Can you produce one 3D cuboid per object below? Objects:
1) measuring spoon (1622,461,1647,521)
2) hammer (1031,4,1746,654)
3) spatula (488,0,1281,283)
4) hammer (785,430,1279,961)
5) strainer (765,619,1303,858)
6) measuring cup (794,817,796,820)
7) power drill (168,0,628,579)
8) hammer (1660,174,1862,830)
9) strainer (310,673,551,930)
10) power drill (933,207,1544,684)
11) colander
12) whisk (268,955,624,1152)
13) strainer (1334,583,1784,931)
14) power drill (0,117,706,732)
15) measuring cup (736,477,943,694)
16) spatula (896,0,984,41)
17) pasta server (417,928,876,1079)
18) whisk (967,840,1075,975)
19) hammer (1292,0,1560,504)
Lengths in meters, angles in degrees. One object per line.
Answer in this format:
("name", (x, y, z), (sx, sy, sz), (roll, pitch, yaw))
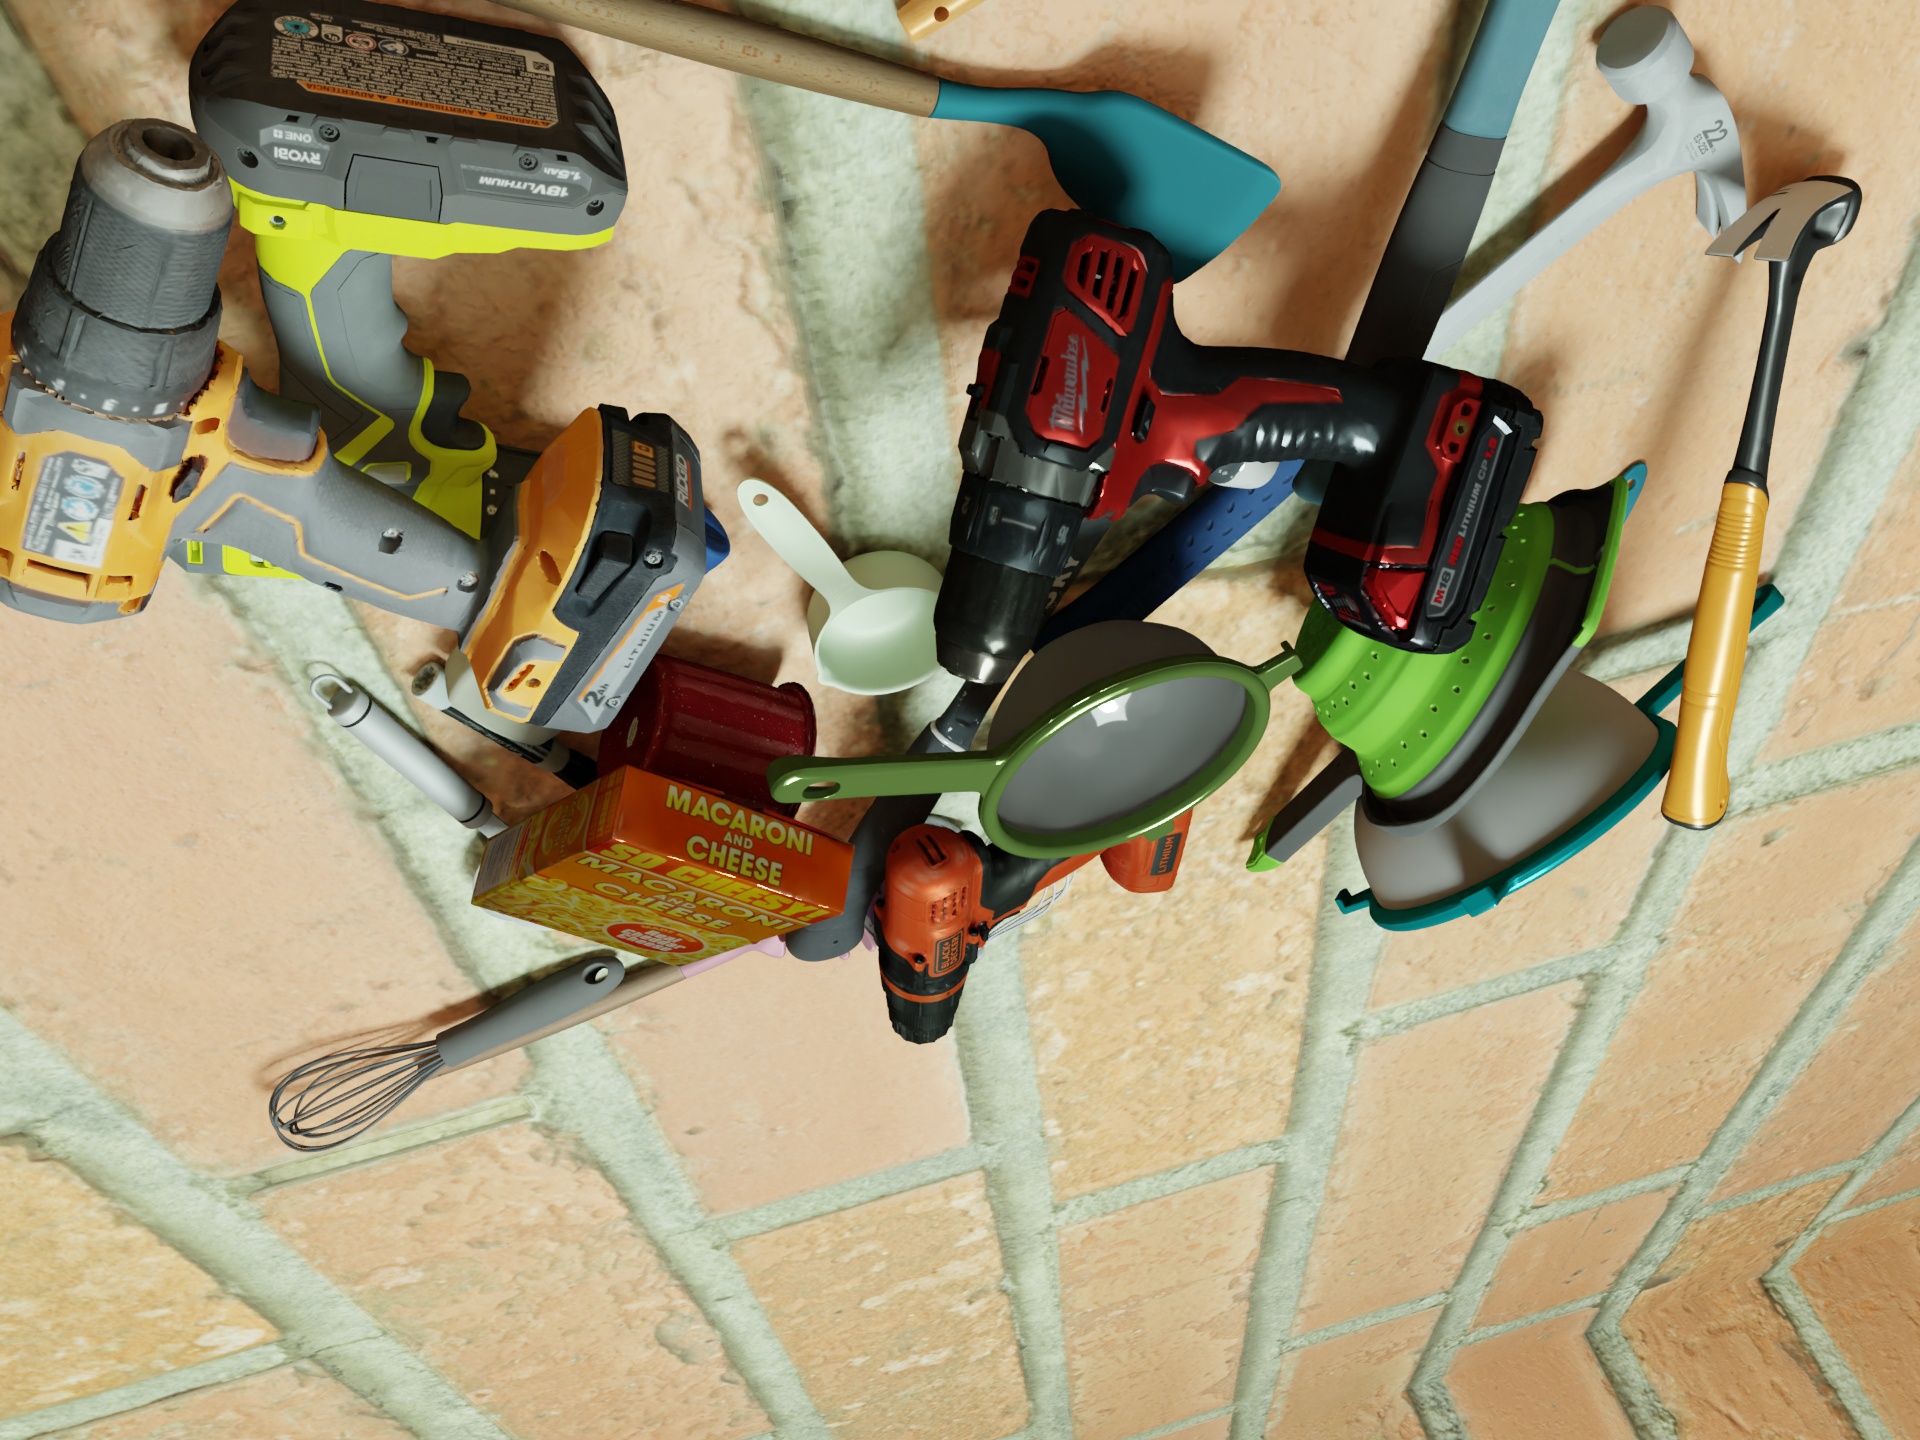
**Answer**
("measuring spoon", (0.363, -0.100, 0.934), (0.042, 0.021, 0.128), (2, 128, -24))
("hammer", (0.196, -0.151, 0.781), (0.405, 0.035, 0.144), (-40, 137, 24))
("spatula", (-0.033, -0.228, 0.586), (0.317, 0.044, 0.082), (5, 163, -25))
("hammer", (-0.001, -0.003, 0.817), (0.149, 0.036, 0.408), (1, 137, -35))
("strainer", (0.023, 0.001, 0.746), (0.256, 0.069, 0.151), (-3, 143, -29))
("measuring cup", (-0.151, 0.100, 0.920), (0.095, 0.052, 0.173), (7, 133, -29))
("power drill", (-0.196, -0.138, 0.600), (0.190, 0.080, 0.228), (1, 140, -23))
("hammer", (0.388, -0.089, 0.797), (0.127, 0.034, 0.336), (-32, 128, -41))
("strainer", (-0.252, 0.053, 0.836), (0.087, 0.050, 0.258), (-33, 137, 2))
("power drill", (0.104, -0.088, 0.656), (0.226, 0.080, 0.188), (13, 101, -17))
("colander", (0.219, -0.012, 0.910), (0.094, 0.205, 0.397), (27, 149, -1))
("whisk", (-0.317, 0.200, 0.983), (0.239, 0.055, 0.055), (-25, 142, -1))
("strainer", (0.365, -0.008, 0.979), (0.340, 0.095, 0.211), (-38, -179, -11))
("power drill", (-0.201, -0.089, 0.538), (0.226, 0.084, 0.185), (15, 135, -29))
("measuring cup", (-0.060, -0.074, 0.766), (0.083, 0.038, 0.167), (-29, 139, 12))
("spatula", (0.119, -0.322, 0.540), (0.322, 0.041, 0.080), (-29, 139, 13))
("pasta server", (-0.197, 0.172, 1.001), (0.316, 0.040, 0.060), (-22, 157, 5))
("whisk", (0.008, 0.145, 1.049), (0.058, 0.059, 0.246), (31, 134, -1))
("hammer", (0.207, -0.230, 0.654), (0.128, 0.033, 0.330), (4, 131, -10))
